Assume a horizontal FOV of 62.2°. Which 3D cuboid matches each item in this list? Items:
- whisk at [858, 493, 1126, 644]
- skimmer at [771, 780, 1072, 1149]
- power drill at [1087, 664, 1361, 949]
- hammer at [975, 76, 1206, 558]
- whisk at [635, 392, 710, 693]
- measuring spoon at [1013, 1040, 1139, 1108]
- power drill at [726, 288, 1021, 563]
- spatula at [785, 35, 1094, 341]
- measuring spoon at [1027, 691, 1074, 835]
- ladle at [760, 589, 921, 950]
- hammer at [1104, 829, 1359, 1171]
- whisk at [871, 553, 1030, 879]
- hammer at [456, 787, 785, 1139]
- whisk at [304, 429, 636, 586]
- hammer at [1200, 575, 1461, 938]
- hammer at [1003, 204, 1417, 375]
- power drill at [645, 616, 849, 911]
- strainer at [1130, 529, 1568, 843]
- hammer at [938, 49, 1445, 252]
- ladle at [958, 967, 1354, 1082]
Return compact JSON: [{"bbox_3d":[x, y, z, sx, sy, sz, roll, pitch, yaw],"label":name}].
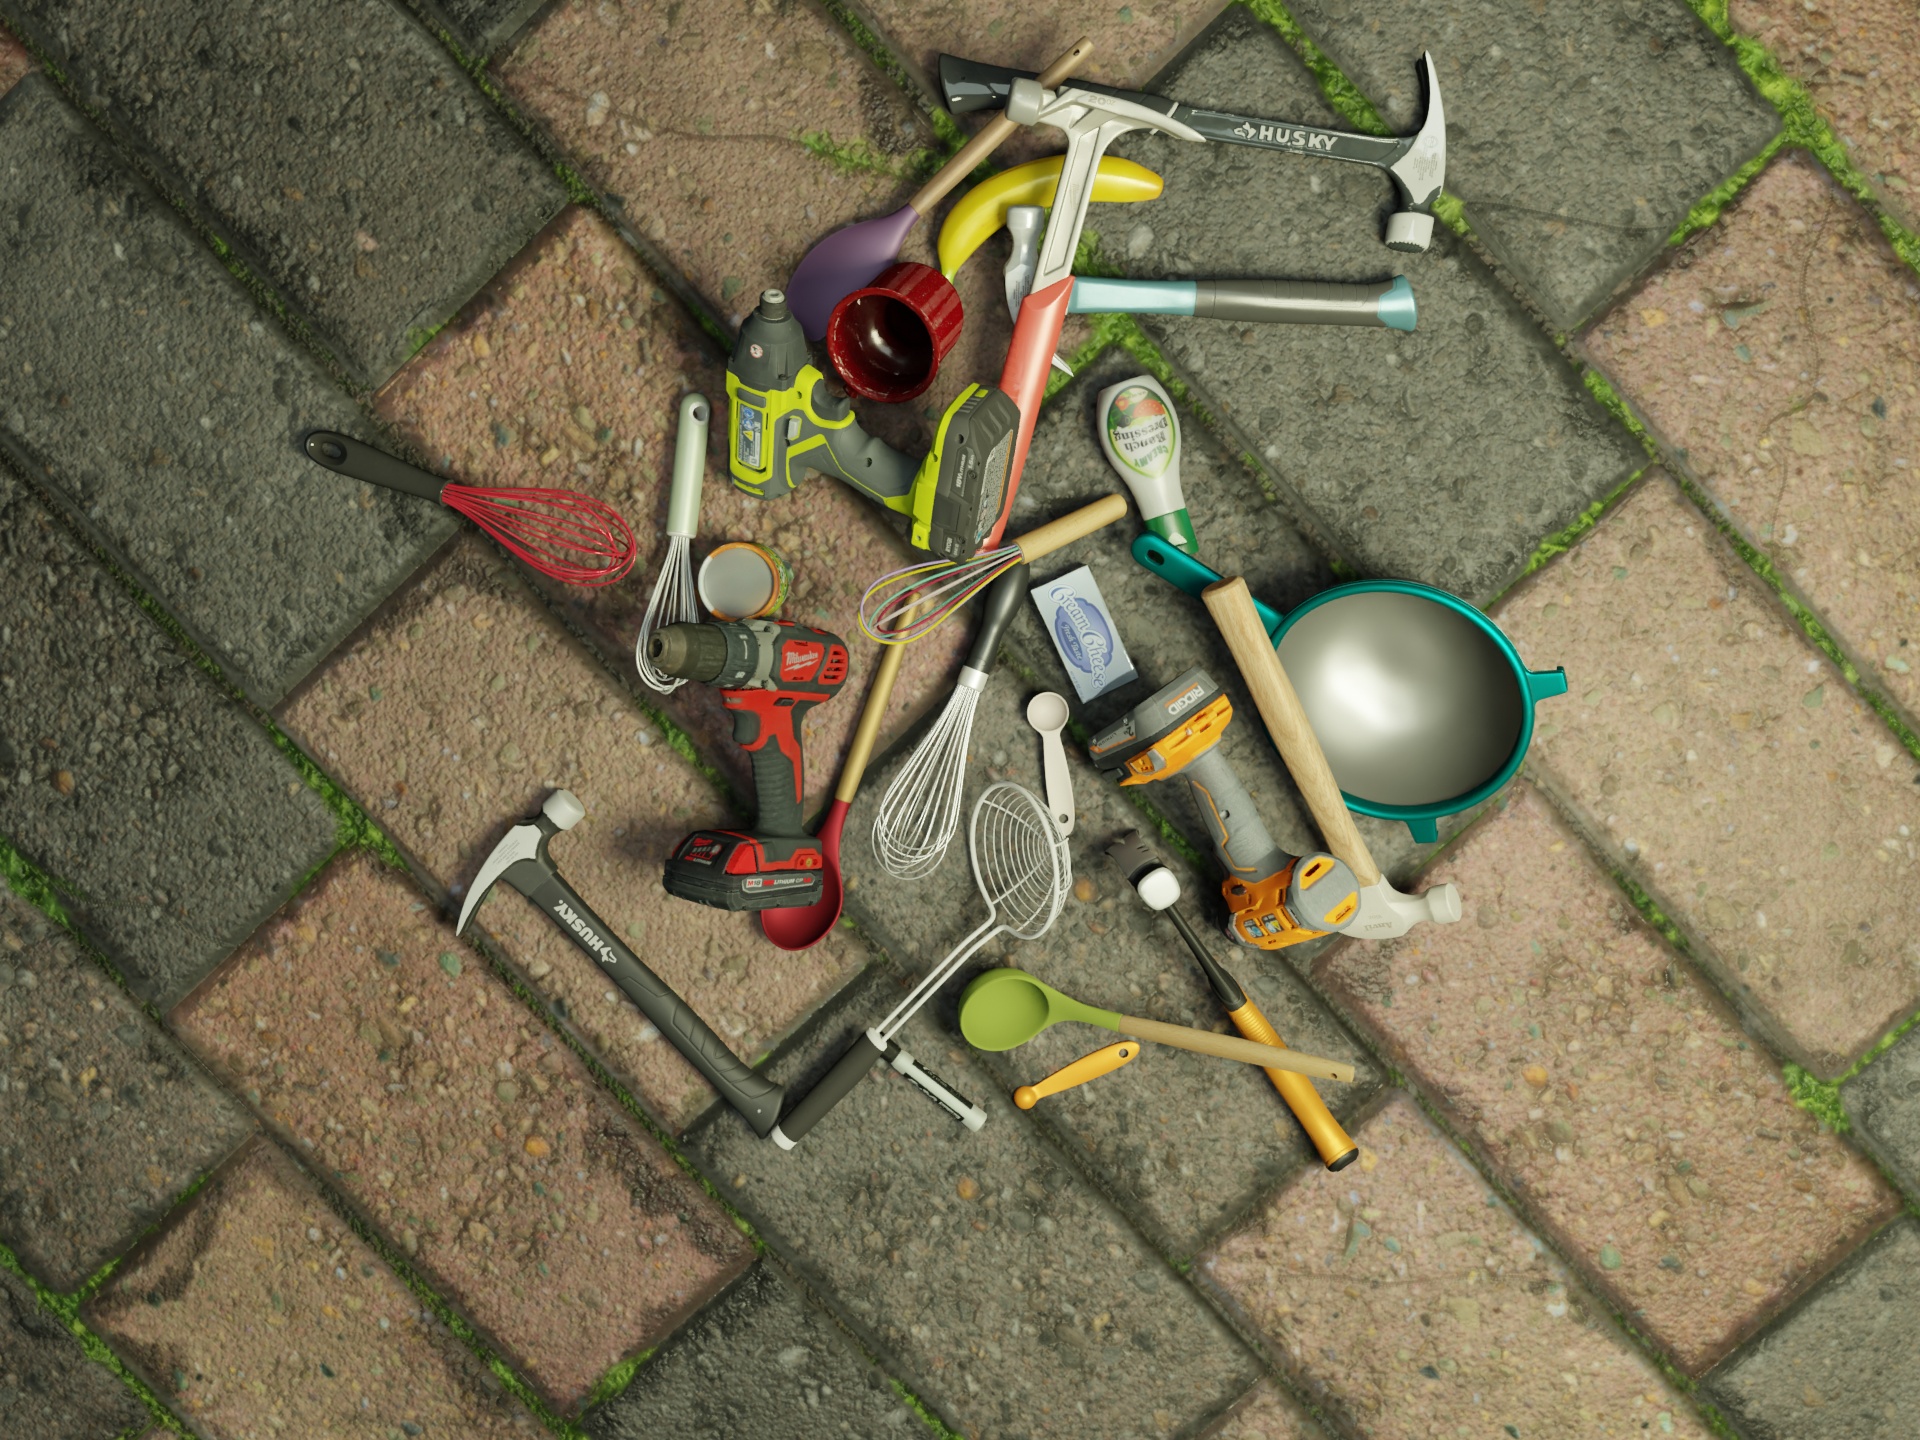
[{"bbox_3d":[0.029,-0.121,1.262,0.245,0.047,0.051,-27,137,-17],"label":"whisk"},{"bbox_3d":[-0.044,0.207,1.291,0.363,0.127,0.090,-47,137,6],"label":"skimmer"},{"bbox_3d":[0.202,0.083,1.265,0.084,0.164,0.226,-34,87,-26],"label":"power drill"},{"bbox_3d":[0.067,-0.297,1.233,0.149,0.037,0.359,12,111,-8],"label":"hammer"},{"bbox_3d":[-0.229,-0.144,1.297,0.057,0.059,0.246,5,93,-35],"label":"whisk"},{"bbox_3d":[0.099,0.301,1.348,0.117,0.011,0.021,-25,95,4],"label":"measuring spoon"},{"bbox_3d":[-0.074,-0.222,1.213,0.223,0.080,0.171,23,135,13],"label":"power drill"},{"bbox_3d":[-0.019,-0.424,1.256,0.316,0.018,0.060,-39,92,14],"label":"spatula"},{"bbox_3d":[0.079,0.035,1.324,0.034,0.018,0.124,-8,102,2],"label":"measuring spoon"},{"bbox_3d":[-0.091,0.041,1.319,0.069,0.031,0.315,21,94,16],"label":"ladle"},{"bbox_3d":[0.228,0.237,1.308,0.034,0.127,0.336,-35,104,1],"label":"hammer"},{"bbox_3d":[-0.001,-0.004,1.301,0.070,0.070,0.284,22,91,-1],"label":"whisk"},{"bbox_3d":[-0.273,0.225,1.338,0.146,0.035,0.334,-43,94,4],"label":"hammer"},{"bbox_3d":[-0.399,-0.179,1.292,0.296,0.073,0.073,20,96,6],"label":"whisk"},{"bbox_3d":[0.271,0.035,1.255,0.130,0.031,0.331,-18,110,34],"label":"hammer"},{"bbox_3d":[0.198,-0.335,1.260,0.331,0.033,0.128,1,114,-3],"label":"hammer"},{"bbox_3d":[-0.174,0.030,1.241,0.080,0.187,0.227,8,92,38],"label":"power drill"},{"bbox_3d":[0.293,-0.067,1.261,0.340,0.095,0.211,33,129,7],"label":"strainer"},{"bbox_3d":[0.182,-0.479,1.257,0.409,0.036,0.149,10,95,1],"label":"hammer"},{"bbox_3d":[0.150,0.256,1.271,0.320,0.062,0.078,9,124,22],"label":"ladle"}]
